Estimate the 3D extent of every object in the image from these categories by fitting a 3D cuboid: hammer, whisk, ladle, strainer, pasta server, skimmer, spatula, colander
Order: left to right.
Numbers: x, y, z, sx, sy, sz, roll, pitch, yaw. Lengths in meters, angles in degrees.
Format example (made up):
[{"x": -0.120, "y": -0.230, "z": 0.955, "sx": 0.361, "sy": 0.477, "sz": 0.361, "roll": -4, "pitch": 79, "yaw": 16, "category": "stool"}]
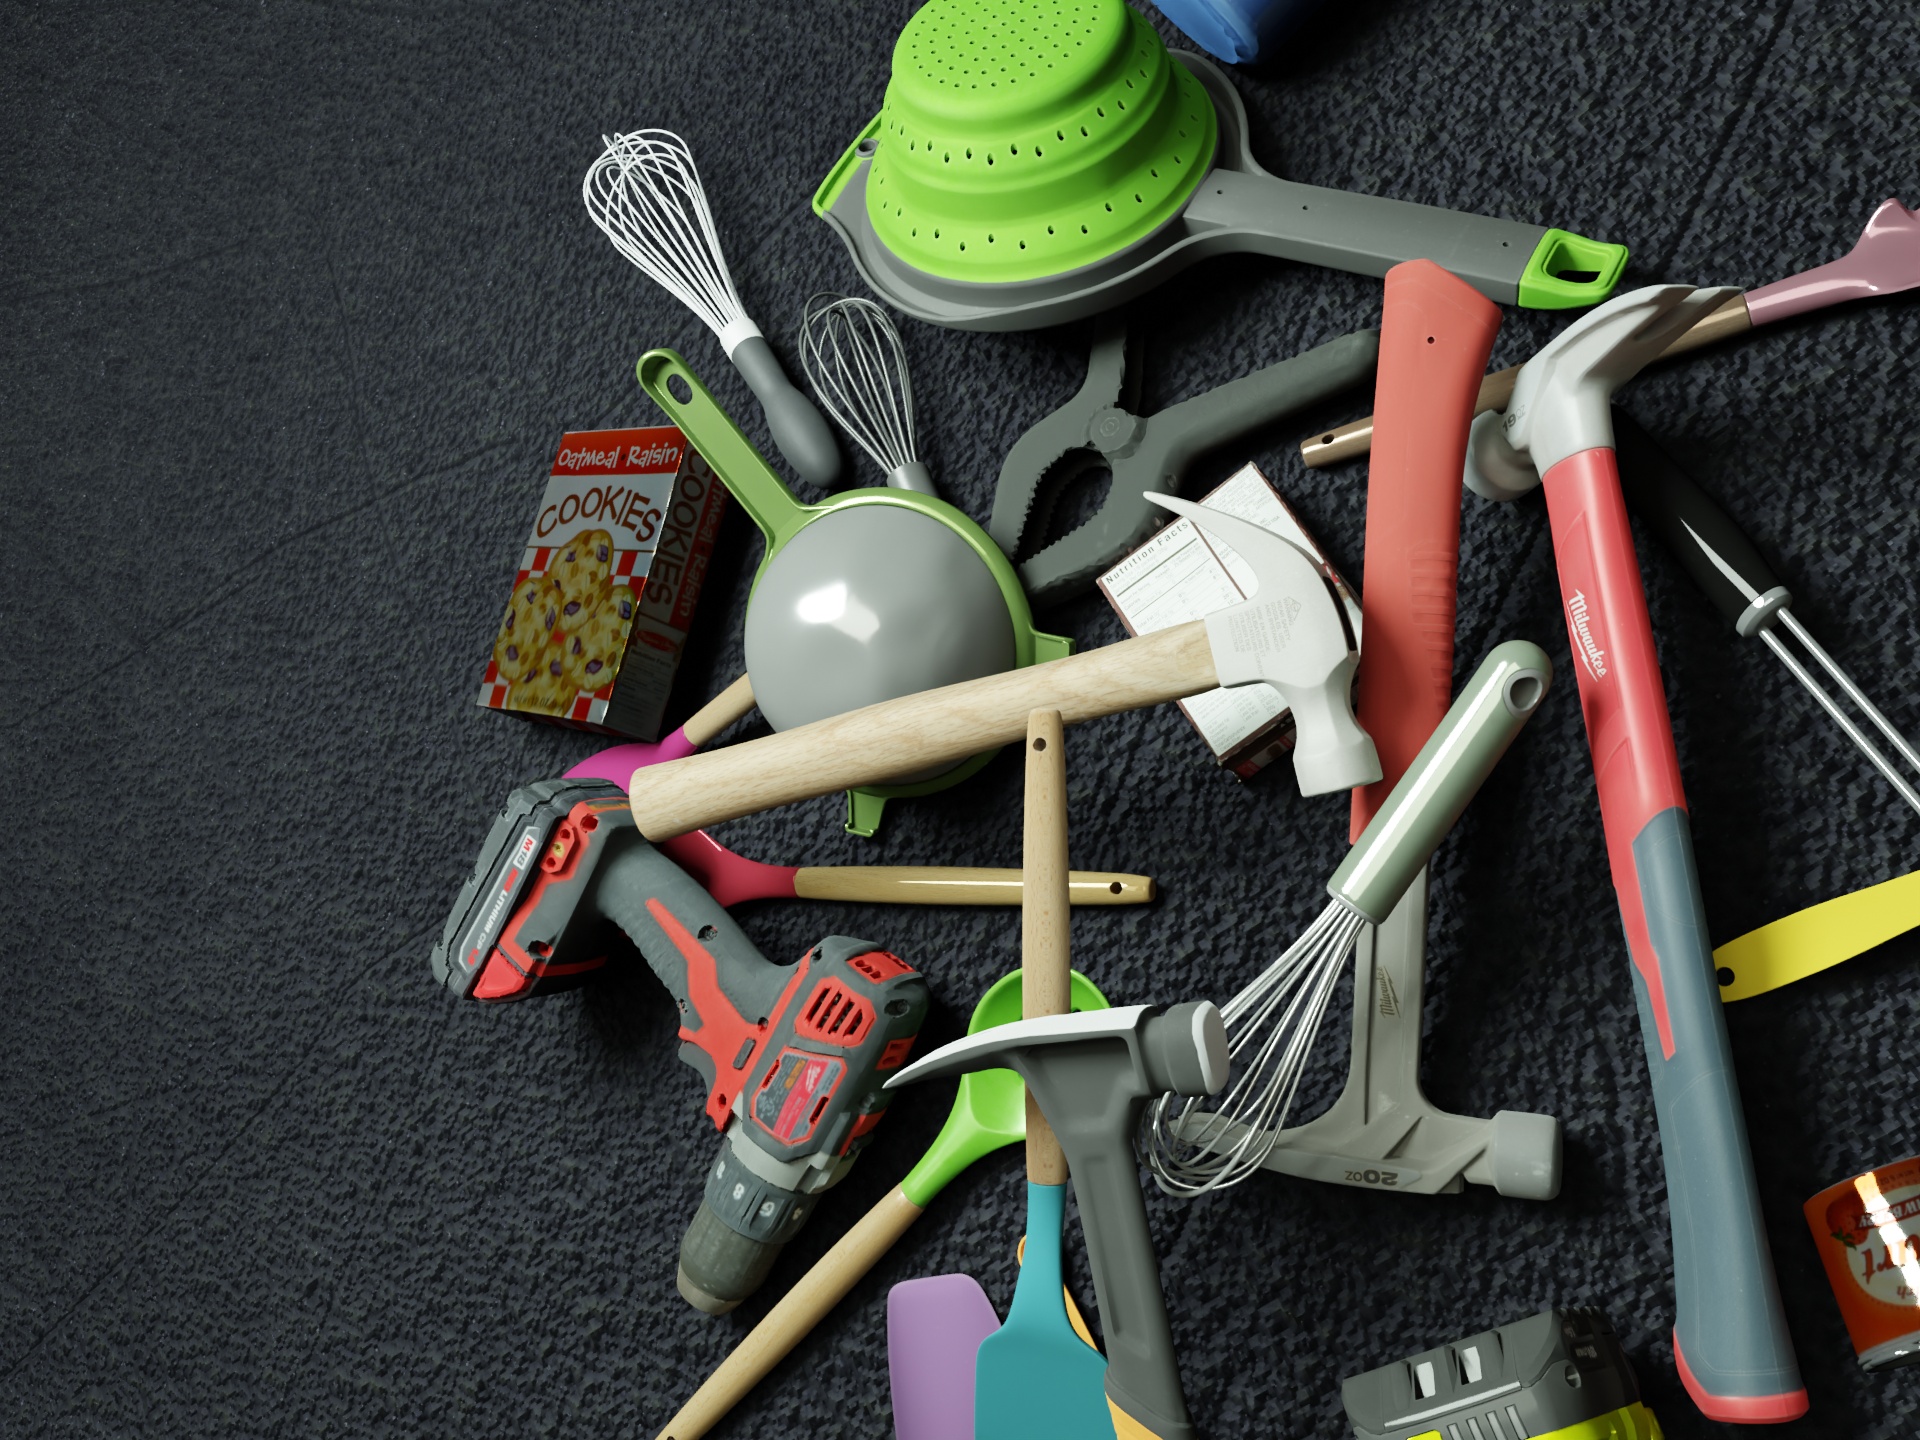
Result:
[{"x": -0.136, "y": -0.236, "z": 0.896, "sx": 0.070, "sy": 0.070, "sz": 0.285, "roll": -39, "pitch": 66, "yaw": 14, "category": "whisk"}, {"x": -0.078, "y": -0.072, "z": 0.740, "sx": 0.151, "sy": 0.069, "sz": 0.256, "roll": -40, "pitch": 87, "yaw": 23, "category": "strainer"}, {"x": -0.056, "y": 0.078, "z": 0.773, "sx": 0.315, "sy": 0.031, "sz": 0.069, "roll": -1, "pitch": 83, "yaw": 27, "category": "ladle"}, {"x": -0.028, "y": -0.124, "z": 0.807, "sx": 0.055, "sy": 0.055, "sz": 0.239, "roll": -30, "pitch": 66, "yaw": 18, "category": "whisk"}, {"x": -0.001, "y": -0.002, "z": 0.666, "sx": 0.331, "sy": 0.031, "sz": 0.130, "roll": -15, "pitch": 85, "yaw": 24, "category": "hammer"}, {"x": 0.009, "y": 0.392, "z": 0.648, "sx": 0.060, "sy": 0.018, "sz": 0.316, "roll": -14, "pitch": 68, "yaw": 19, "category": "spatula"}, {"x": 0.037, "y": 0.154, "z": 0.632, "sx": 0.082, "sy": 0.044, "sz": 0.317, "roll": 0, "pitch": 90, "yaw": 25, "category": "spatula"}, {"x": 0.066, "y": 0.273, "z": 0.579, "sx": 0.127, "sy": 0.034, "sz": 0.337, "roll": -12, "pitch": 89, "yaw": 25, "category": "hammer"}, {"x": 0.099, "y": -0.263, "z": 0.719, "sx": 0.397, "sy": 0.094, "sz": 0.204, "roll": 21, "pitch": 65, "yaw": 27, "category": "colander"}, {"x": 0.142, "y": 0.075, "z": 0.592, "sx": 0.246, "sy": 0.057, "sz": 0.059, "roll": -57, "pitch": 22, "yaw": 7, "category": "whisk"}, {"x": 0.165, "y": 0.000, "z": 0.629, "sx": 0.149, "sy": 0.036, "sz": 0.359, "roll": 2, "pitch": 87, "yaw": 25, "category": "hammer"}, {"x": 0.289, "y": -0.161, "z": 0.645, "sx": 0.316, "sy": 0.040, "sz": 0.060, "roll": -16, "pitch": 56, "yaw": 26, "category": "pasta server"}, {"x": 0.254, "y": 0.042, "z": 0.564, "sx": 0.038, "sy": 0.143, "sz": 0.386, "roll": -2, "pitch": 75, "yaw": -13, "category": "hammer"}, {"x": 0.294, "y": 0.004, "z": 0.538, "sx": 0.127, "sy": 0.090, "sz": 0.364, "roll": -59, "pitch": 41, "yaw": 39, "category": "skimmer"}]

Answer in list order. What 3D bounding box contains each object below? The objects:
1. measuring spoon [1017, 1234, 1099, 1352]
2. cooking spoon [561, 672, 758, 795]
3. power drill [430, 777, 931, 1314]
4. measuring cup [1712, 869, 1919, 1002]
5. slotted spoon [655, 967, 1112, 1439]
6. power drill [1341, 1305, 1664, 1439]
[{"x": 0.054, "y": 0.271, "z": 0.666, "sx": 0.021, "sy": 0.011, "sz": 0.117, "roll": -33, "pitch": 66, "yaw": 20, "category": "measuring spoon"}, {"x": -0.121, "y": -0.006, "z": 0.822, "sx": 0.319, "sy": 0.017, "sz": 0.069, "roll": -35, "pitch": 61, "yaw": 24, "category": "cooking spoon"}, {"x": -0.141, "y": 0.150, "z": 0.756, "sx": 0.227, "sy": 0.080, "sz": 0.188, "roll": 32, "pitch": 100, "yaw": 20, "category": "power drill"}, {"x": 0.335, "y": 0.067, "z": 0.564, "sx": 0.156, "sy": 0.029, "sz": 0.062, "roll": -32, "pitch": 58, "yaw": 31, "category": "measuring cup"}, {"x": -0.039, "y": 0.230, "z": 0.718, "sx": 0.070, "sy": 0.031, "sz": 0.313, "roll": 45, "pitch": 101, "yaw": 17, "category": "slotted spoon"}, {"x": 0.201, "y": 0.302, "z": 0.480, "sx": 0.080, "sy": 0.171, "sz": 0.223, "roll": -28, "pitch": 60, "yaw": 19, "category": "power drill"}]
